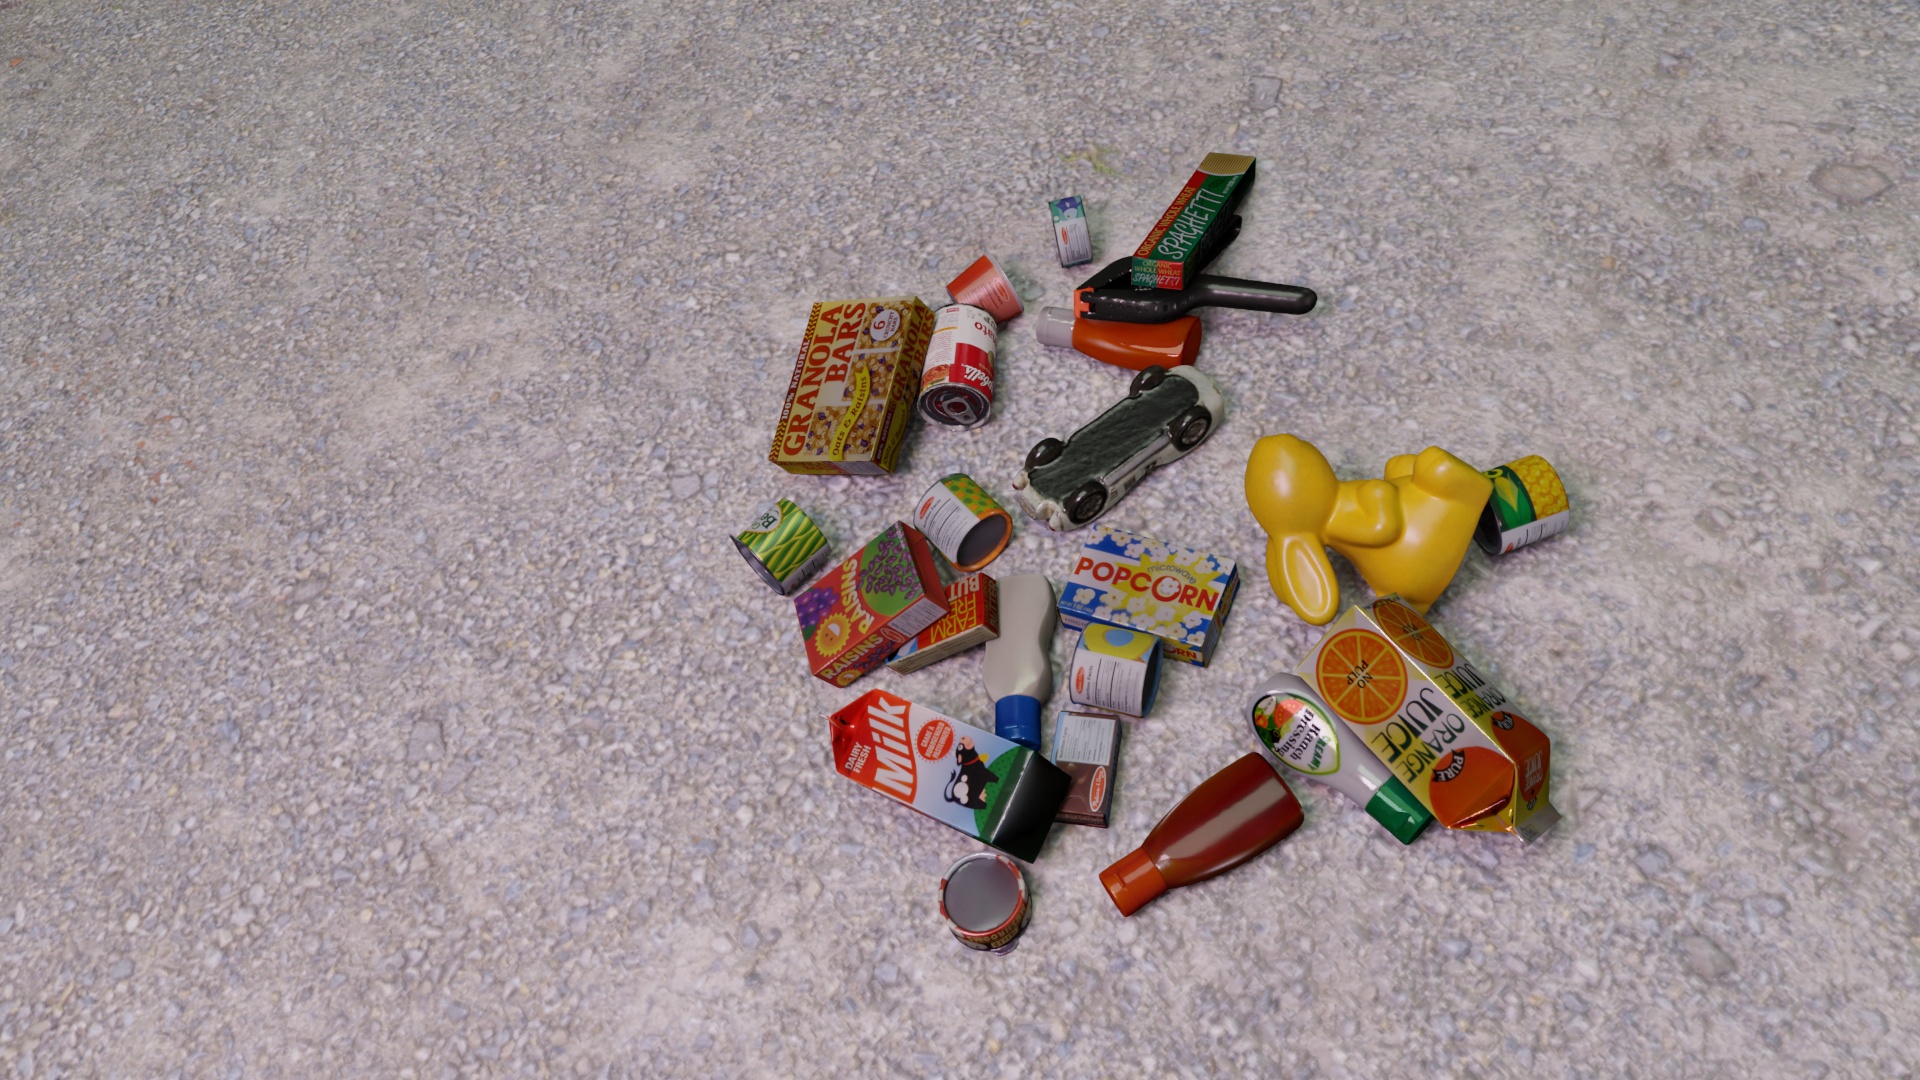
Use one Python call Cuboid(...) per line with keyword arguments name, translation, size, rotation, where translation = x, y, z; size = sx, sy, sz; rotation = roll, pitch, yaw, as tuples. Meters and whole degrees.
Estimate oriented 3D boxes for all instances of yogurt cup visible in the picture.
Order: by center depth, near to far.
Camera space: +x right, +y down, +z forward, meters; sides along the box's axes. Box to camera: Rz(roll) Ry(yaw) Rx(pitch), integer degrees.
Cuboid(name="yogurt cup", translation=(0.022, -0.236, 1.339), size=(0.054, 0.072, 0.072), rotation=(-33, 54, 2))

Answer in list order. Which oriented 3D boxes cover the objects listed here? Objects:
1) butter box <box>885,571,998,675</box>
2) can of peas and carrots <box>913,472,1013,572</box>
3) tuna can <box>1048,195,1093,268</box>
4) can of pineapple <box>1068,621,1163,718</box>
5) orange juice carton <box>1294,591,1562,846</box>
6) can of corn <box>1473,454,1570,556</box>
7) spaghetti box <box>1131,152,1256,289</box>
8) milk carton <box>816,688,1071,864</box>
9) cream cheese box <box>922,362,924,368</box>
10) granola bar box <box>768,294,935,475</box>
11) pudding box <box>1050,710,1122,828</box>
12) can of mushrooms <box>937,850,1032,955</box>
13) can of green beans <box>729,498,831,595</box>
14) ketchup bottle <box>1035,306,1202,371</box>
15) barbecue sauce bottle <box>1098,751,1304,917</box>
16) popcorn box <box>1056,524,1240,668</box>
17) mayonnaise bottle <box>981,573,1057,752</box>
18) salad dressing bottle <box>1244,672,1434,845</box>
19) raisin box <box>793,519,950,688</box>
Cuboid(name="butter box", translation=(-0.015, 0.068, 1.139), size=(0.103, 0.024, 0.053), rotation=(-25, 49, 30))
Cuboid(name="can of peas and carrots", translation=(0.004, -0.015, 1.192), size=(0.071, 0.070, 0.059), rotation=(-38, 56, -12))
Cuboid(name="tuna can", translation=(0.108, -0.304, 1.362), size=(0.033, 0.070, 0.071), rotation=(-12, 55, 6))
Cuboid(name="can of pineapple", translation=(0.122, 0.100, 1.082), size=(0.058, 0.070, 0.071), rotation=(11, 60, 20))
Cuboid(name="orange juice carton", translation=(0.338, 0.130, 0.976), size=(0.072, 0.072, 0.193), rotation=(-8, 50, -49))
Cuboid(name="can of corn", translation=(0.433, -0.030, 1.088), size=(0.058, 0.071, 0.071), rotation=(-19, 54, 0))
Cuboid(name="spaghetti box", translation=(0.222, -0.304, 1.304), size=(0.050, 0.028, 0.251), rotation=(12, 40, 22))
Cuboid(name="milk carton", translation=(-0.022, 0.170, 1.049), size=(0.191, 0.072, 0.073), rotation=(17, 75, 35))
Cuboid(name="cream cheese box", translation=(-0.071, -0.163, 1.336), size=(0.053, 0.024, 0.104), rotation=(22, 64, 26))
Cuboid(name="granola bar box", translation=(-0.100, -0.142, 1.281), size=(0.124, 0.039, 0.166), rotation=(2, 70, 34))
Cuboid(name="pudding box", translation=(0.093, 0.174, 1.060), size=(0.049, 0.030, 0.084), rotation=(4, 58, 15))
Cuboid(name="can of mushrooms", translation=(0.019, 0.265, 1.015), size=(0.071, 0.033, 0.071), rotation=(-7, 55, 9))
Cuboid(name="can of green beans", translation=(-0.156, 0.005, 1.217), size=(0.058, 0.071, 0.071), rotation=(-43, 57, -15))
Cuboid(name="ketchup bottle", translation=(0.144, -0.190, 1.287), size=(0.149, 0.043, 0.065), rotation=(13, 51, 22))
Cuboid(name="barbecue sauce bottle", translation=(0.171, 0.216, 1.003), size=(0.149, 0.043, 0.065), rotation=(-31, 54, -7))
Cuboid(name="popcorn box", translation=(0.152, 0.044, 1.128), size=(0.127, 0.038, 0.085), rotation=(15, 61, 23))
Cuboid(name="mayonnaise bottle", translation=(0.046, 0.099, 1.117), size=(0.065, 0.041, 0.149), rotation=(-10, 55, 17))
Cuboid(name="salad dressing bottle", translation=(0.276, 0.158, 1.010), size=(0.148, 0.044, 0.064), rotation=(41, 116, 26))
Cuboid(name="raisin box", translation=(-0.075, 0.053, 1.152), size=(0.123, 0.040, 0.086), rotation=(-36, 49, 18))
